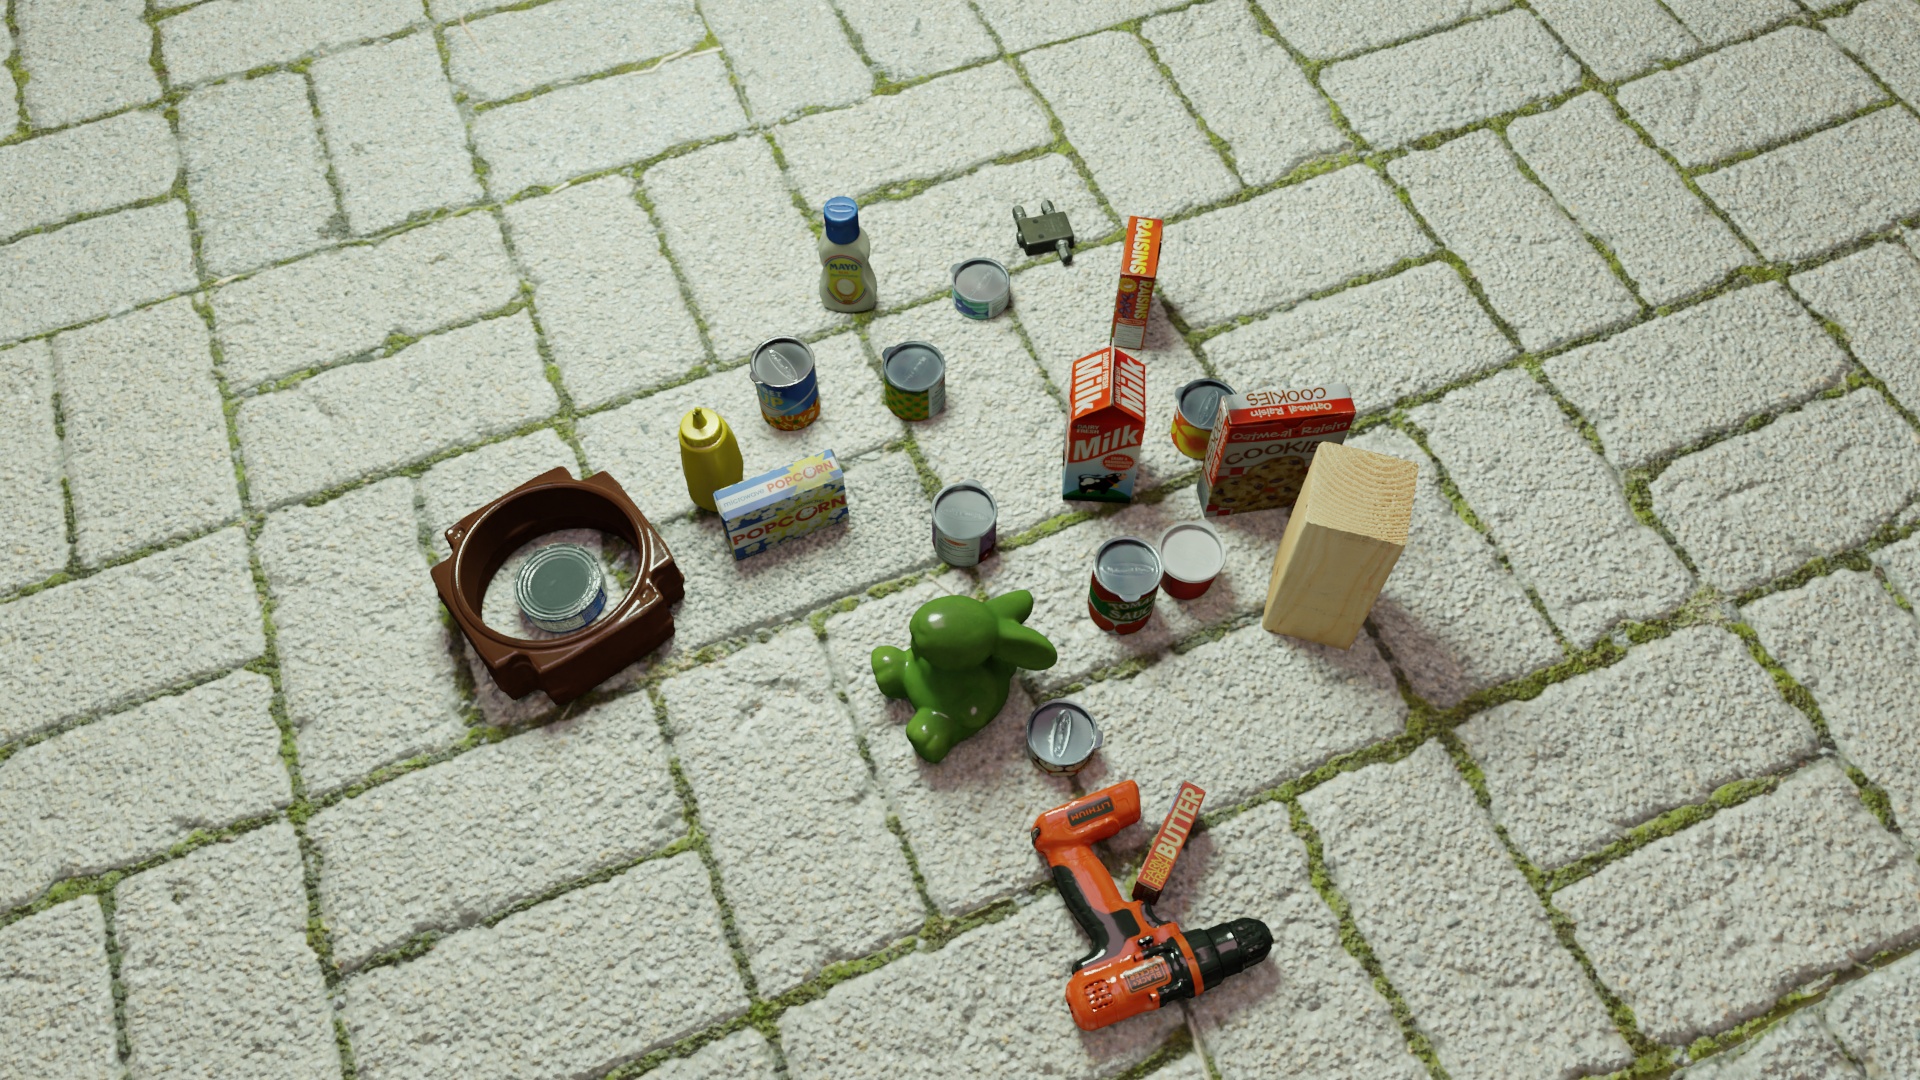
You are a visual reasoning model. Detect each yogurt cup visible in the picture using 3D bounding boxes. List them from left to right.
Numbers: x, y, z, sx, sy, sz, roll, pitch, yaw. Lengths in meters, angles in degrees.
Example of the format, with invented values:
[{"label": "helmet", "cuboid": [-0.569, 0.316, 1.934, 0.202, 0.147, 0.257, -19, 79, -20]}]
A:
[{"label": "yogurt cup", "cuboid": [0.224, 0.023, 1.370, 0.072, 0.053, 0.073, 0, 60, 0]}]

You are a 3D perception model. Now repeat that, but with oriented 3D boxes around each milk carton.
[{"label": "milk carton", "cuboid": [0.142, -0.115, 1.372, 0.073, 0.189, 0.072, 3, 60, 2]}]

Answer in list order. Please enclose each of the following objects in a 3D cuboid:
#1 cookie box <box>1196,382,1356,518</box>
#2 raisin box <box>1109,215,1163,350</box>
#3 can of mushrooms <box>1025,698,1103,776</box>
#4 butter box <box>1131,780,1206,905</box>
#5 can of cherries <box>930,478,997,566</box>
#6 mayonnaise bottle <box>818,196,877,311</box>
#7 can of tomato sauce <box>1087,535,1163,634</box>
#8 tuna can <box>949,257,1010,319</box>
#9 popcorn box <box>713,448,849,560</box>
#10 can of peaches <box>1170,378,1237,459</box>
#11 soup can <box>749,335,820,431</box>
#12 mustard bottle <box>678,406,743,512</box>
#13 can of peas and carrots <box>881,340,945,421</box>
[{"label": "cookie box", "cuboid": [0.308, -0.086, 1.369, 0.123, 0.166, 0.040, -7, 60, -4]}, {"label": "raisin box", "cuboid": [0.191, -0.278, 1.507, 0.040, 0.122, 0.086, 9, 60, 5]}, {"label": "can of mushrooms", "cuboid": [0.096, 0.184, 1.287, 0.071, 0.033, 0.071, 0, 60, 0]}, {"label": "butter box", "cuboid": [0.184, 0.268, 1.227, 0.024, 0.053, 0.104, 25, 63, 14]}, {"label": "can of cherries", "cuboid": [0.005, -0.017, 1.391, 0.071, 0.058, 0.072, 0, 60, 0]}, {"label": "mayonnaise bottle", "cuboid": [-0.126, -0.309, 1.510, 0.065, 0.147, 0.041, 3, 60, 2]}, {"label": "can of tomato sauce", "cuboid": [0.158, 0.046, 1.340, 0.071, 0.082, 0.071, 0, 60, 0]}, {"label": "tuna can", "cuboid": [0.020, -0.284, 1.562, 0.071, 0.032, 0.071, 0, 60, 0]}, {"label": "popcorn box", "cuboid": [-0.177, -0.035, 1.385, 0.127, 0.084, 0.038, -22, 62, -12]}, {"label": "can of peaches", "cuboid": [0.254, -0.128, 1.456, 0.071, 0.057, 0.071, 0, 60, 0]}, {"label": "soup can", "cuboid": [-0.185, -0.163, 1.461, 0.071, 0.083, 0.071, 0, 60, 0]}, {"label": "mustard bottle", "cuboid": [-0.249, -0.089, 1.373, 0.049, 0.159, 0.065, 11, 61, 6]}, {"label": "can of peas and carrots", "cuboid": [-0.051, -0.170, 1.480, 0.071, 0.058, 0.071, 0, 60, 0]}]
